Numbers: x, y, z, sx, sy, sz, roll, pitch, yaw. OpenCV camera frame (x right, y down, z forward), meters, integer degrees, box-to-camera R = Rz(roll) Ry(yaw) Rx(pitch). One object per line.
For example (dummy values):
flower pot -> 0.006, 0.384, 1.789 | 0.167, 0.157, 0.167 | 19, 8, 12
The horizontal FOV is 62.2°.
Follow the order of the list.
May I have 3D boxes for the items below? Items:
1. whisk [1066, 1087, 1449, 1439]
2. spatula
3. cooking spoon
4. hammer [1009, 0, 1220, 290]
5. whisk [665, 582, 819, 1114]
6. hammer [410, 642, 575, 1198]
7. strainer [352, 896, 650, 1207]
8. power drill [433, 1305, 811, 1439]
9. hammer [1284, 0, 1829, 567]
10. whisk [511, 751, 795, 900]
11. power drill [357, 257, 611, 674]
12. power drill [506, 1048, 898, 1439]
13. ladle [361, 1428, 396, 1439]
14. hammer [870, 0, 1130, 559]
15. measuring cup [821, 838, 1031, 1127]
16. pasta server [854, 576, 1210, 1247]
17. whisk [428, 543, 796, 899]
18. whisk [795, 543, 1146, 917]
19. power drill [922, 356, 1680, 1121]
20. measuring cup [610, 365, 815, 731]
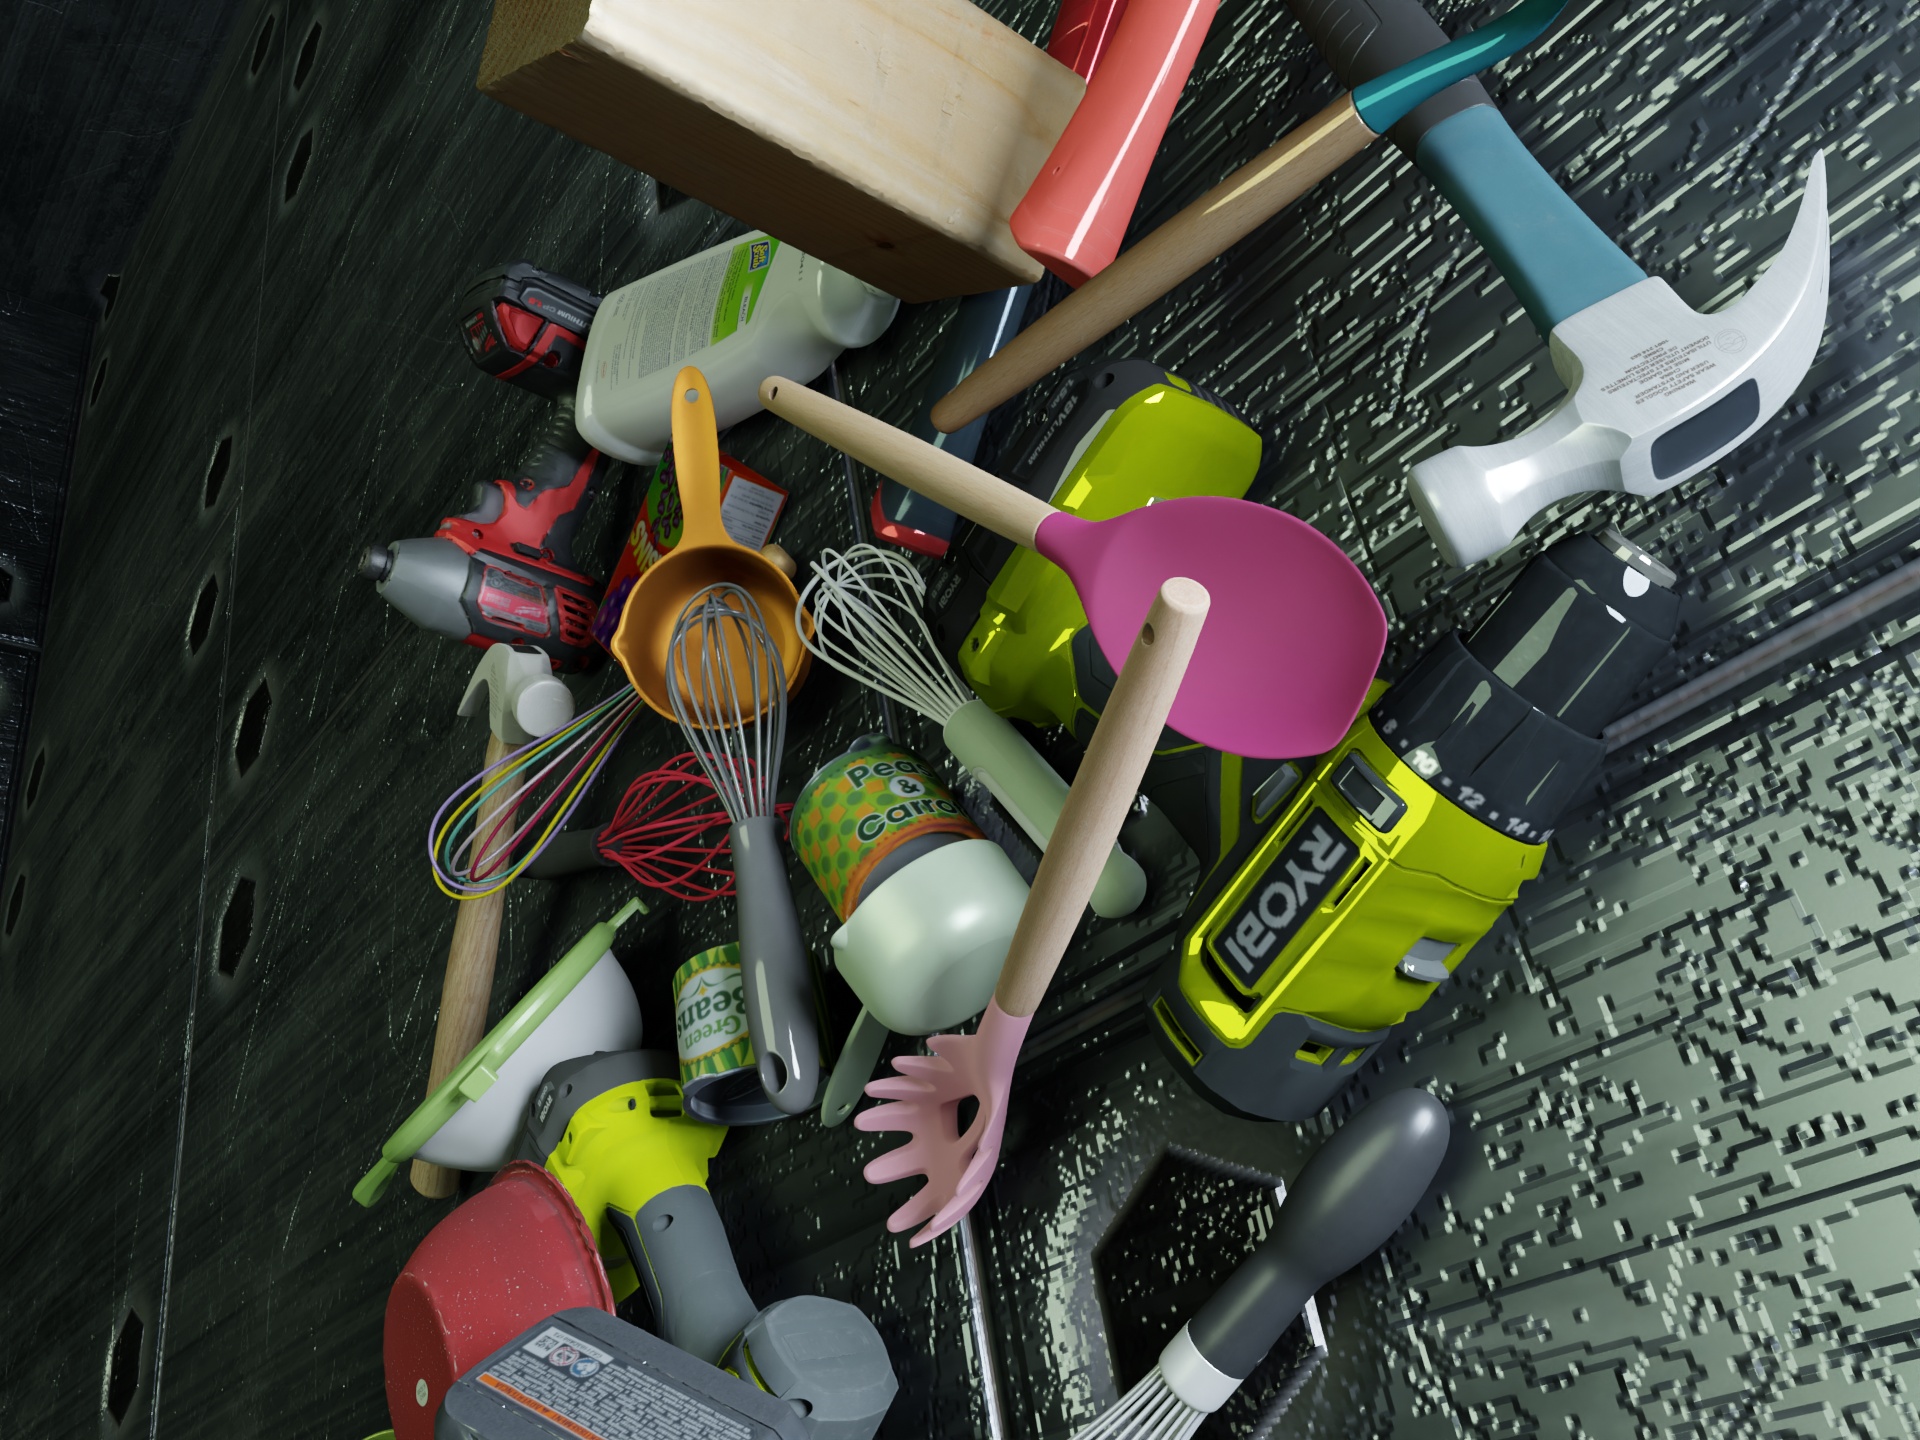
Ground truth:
whisk -> 0.055, 0.218, 0.484 | 0.284, 0.070, 0.070 | -55, 41, 15
spatula -> 0.093, -0.175, 0.474 | 0.317, 0.044, 0.082 | -29, 21, 39
cooking spoon -> 0.015, -0.070, 0.530 | 0.319, 0.017, 0.068 | 34, 108, 45
hammer -> 0.110, -0.319, 0.552 | 0.149, 0.036, 0.359 | 21, 87, 51
whisk -> -0.089, 0.047, 0.666 | 0.055, 0.055, 0.239 | -35, 56, 39
hammer -> -0.275, 0.116, 0.904 | 0.130, 0.031, 0.331 | 34, 114, 57
strainer -> -0.238, 0.206, 0.817 | 0.256, 0.069, 0.151 | -44, 5, 34
power drill -> -0.095, 0.338, 0.540 | 0.185, 0.084, 0.226 | 12, 109, 31
hammer -> 0.149, -0.188, 0.497 | 0.128, 0.033, 0.331 | -25, 48, 12
whisk -> -0.171, 0.063, 0.820 | 0.296, 0.073, 0.073 | -15, 66, 54
power drill -> -0.263, -0.148, 0.941 | 0.078, 0.143, 0.220 | -4, 72, 54
power drill -> -0.124, 0.262, 0.670 | 0.223, 0.080, 0.171 | 45, 117, 46
ladle -> -0.246, 0.321, 0.818 | 0.320, 0.062, 0.078 | -57, 39, 16
hammer -> 0.050, -0.252, 0.671 | 0.143, 0.038, 0.386 | 23, 96, 51
measuring cup -> -0.019, 0.117, 0.611 | 0.038, 0.083, 0.167 | 49, 133, 32
pasta server -> 0.017, 0.075, 0.502 | 0.060, 0.040, 0.316 | 59, 149, 33
whisk -> -0.174, 0.003, 0.803 | 0.245, 0.051, 0.047 | -43, 36, 3
whisk -> -0.001, -0.002, 0.638 | 0.059, 0.057, 0.247 | -38, 46, -4
power drill -> 0.093, -0.018, 0.501 | 0.190, 0.080, 0.229 | -57, 43, 21
measuring cup -> -0.118, -0.079, 0.761 | 0.052, 0.095, 0.174 | 76, -172, -83
